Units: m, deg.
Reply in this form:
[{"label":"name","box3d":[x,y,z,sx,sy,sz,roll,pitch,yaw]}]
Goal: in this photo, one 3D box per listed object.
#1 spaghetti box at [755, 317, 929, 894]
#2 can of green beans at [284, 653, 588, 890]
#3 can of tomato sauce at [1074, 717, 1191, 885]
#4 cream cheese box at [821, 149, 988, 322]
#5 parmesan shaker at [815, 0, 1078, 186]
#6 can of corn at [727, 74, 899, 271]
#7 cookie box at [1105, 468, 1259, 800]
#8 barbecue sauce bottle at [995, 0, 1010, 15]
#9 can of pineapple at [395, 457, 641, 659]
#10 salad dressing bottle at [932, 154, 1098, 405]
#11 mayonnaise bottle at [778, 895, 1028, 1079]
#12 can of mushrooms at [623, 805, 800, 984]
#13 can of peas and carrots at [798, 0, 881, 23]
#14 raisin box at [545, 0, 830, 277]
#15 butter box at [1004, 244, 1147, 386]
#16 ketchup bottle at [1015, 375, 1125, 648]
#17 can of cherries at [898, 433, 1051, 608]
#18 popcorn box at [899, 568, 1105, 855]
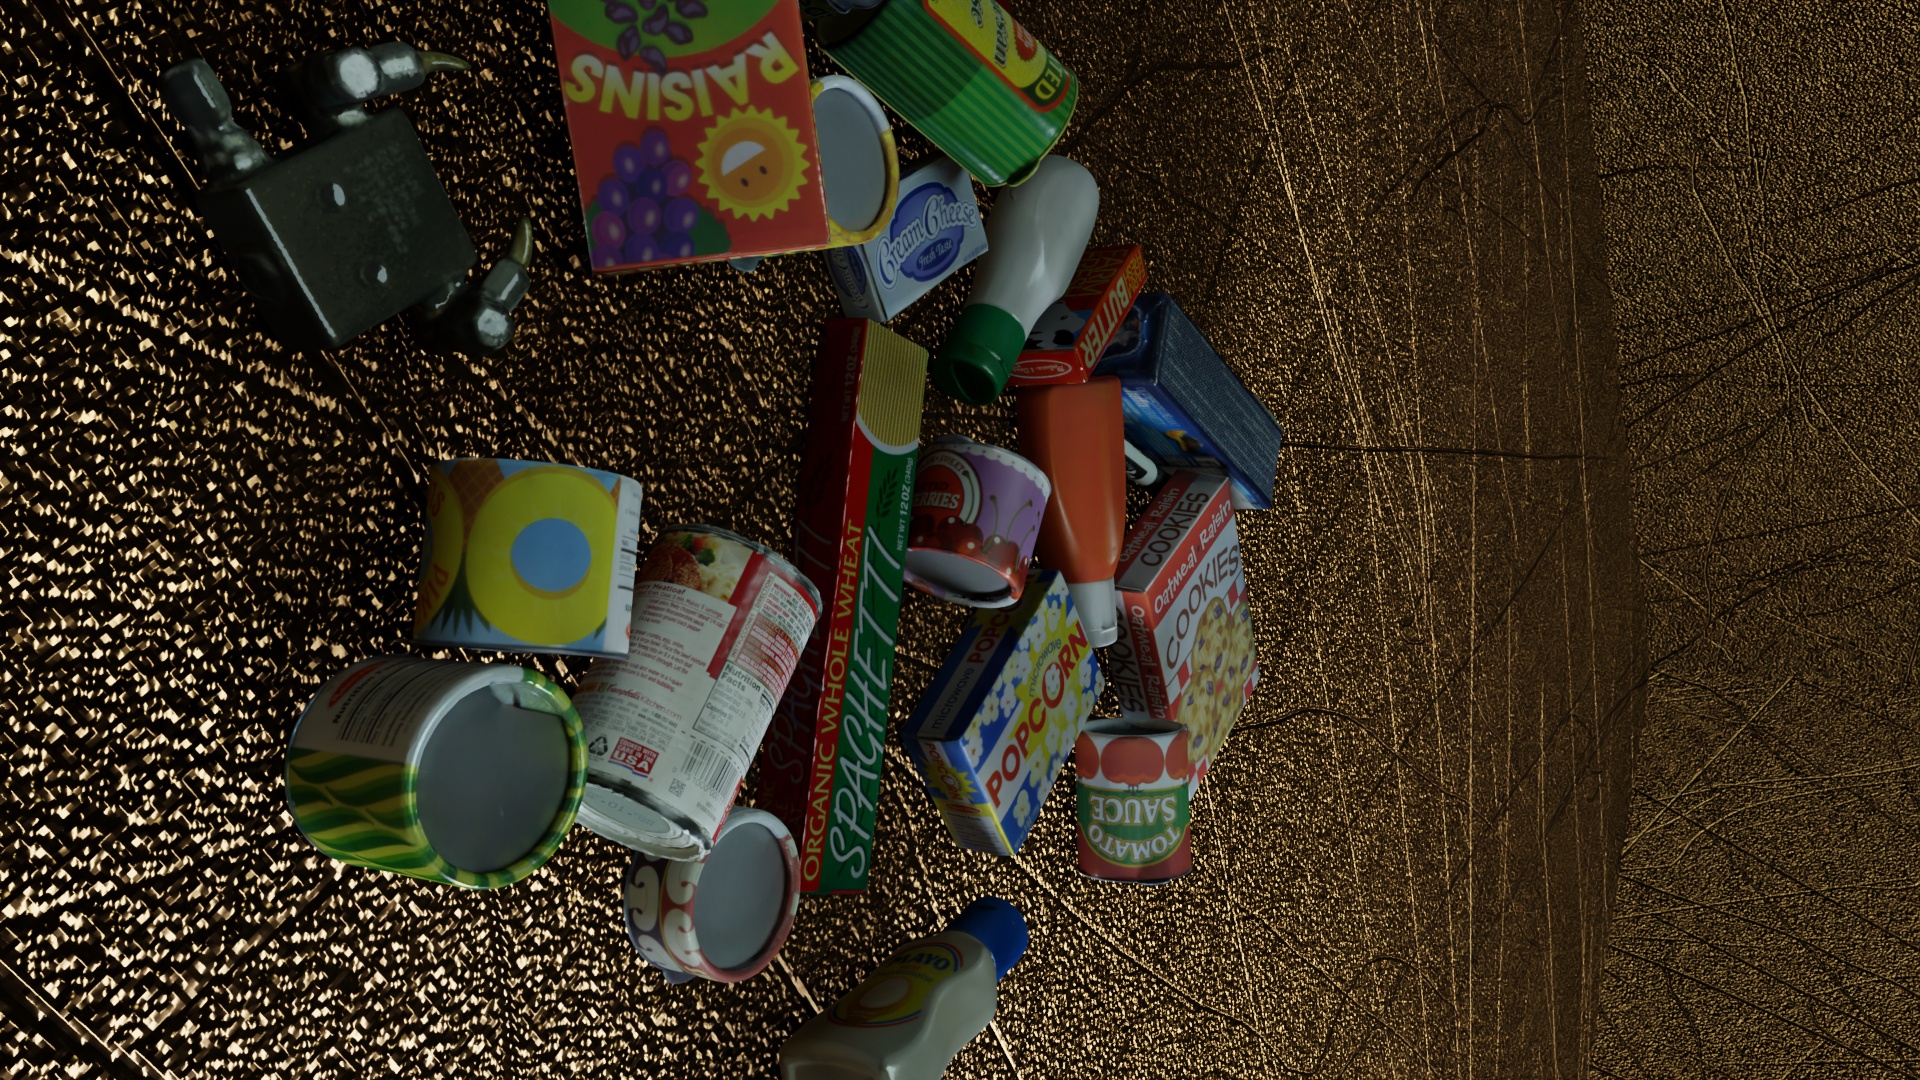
[{"label":"spaghetti box","box3d":[-0.051,0.028,0.607,0.050,0.028,0.250,20,73,-54]},{"label":"can of green beans","box3d":[-0.156,0.069,0.419,0.071,0.058,0.071,-1,91,-57]},{"label":"can of tomato sauce","box3d":[0.099,0.149,0.802,0.071,0.071,0.083,-3,92,-57]},{"label":"cream cheese box","box3d":[-0.025,-0.144,0.651,0.104,0.024,0.053,-45,125,-47]},{"label":"parmesan shaker","box3d":[-0.005,-0.213,0.620,0.103,0.071,0.071,31,64,-36]},{"label":"can of corn","box3d":[-0.066,-0.146,0.558,0.071,0.058,0.071,0,90,-57]},{"label":"cookie box","box3d":[0.138,0.058,0.873,0.123,0.040,0.166,-48,134,-41]},{"label":"barbecue sauce bottle","box3d":[-0.004,-0.271,0.667,0.065,0.043,0.148,-51,131,-44]},{"label":"can of pineapple","box3d":[-0.139,0.007,0.441,0.071,0.071,0.058,13,78,-56]},{"label":"salad dressing bottle","box3d":[0.029,-0.135,0.718,0.148,0.044,0.064,-65,147,-31]},{"label":"mayonnaise bottle","box3d":[-0.017,0.210,0.633,0.148,0.064,0.041,-25,107,-59]},{"label":"can of mushrooms","box3d":[-0.094,0.137,0.537,0.071,0.033,0.071,0,89,-58]},{"label":"can of peas and carrots","box3d":[-0.067,-0.240,0.556,0.071,0.058,0.071,-2,93,-57]},{"label":"raisin box","box3d":[-0.096,-0.160,0.487,0.040,0.086,0.123,-131,-147,-78]},{"label":"butter box","box3d":[0.060,-0.124,0.757,0.104,0.053,0.024,-58,137,-39]},{"label":"ketchup bottle","box3d":[0.065,-0.016,0.770,0.065,0.043,0.148,-11,100,-42]},{"label":"can of cherries","box3d":[0.002,-0.008,0.657,0.071,0.071,0.058,44,56,-48]},{"label":"popcorn box","box3d":[0.025,0.085,0.715,0.127,0.038,0.085,-56,134,-41]}]
